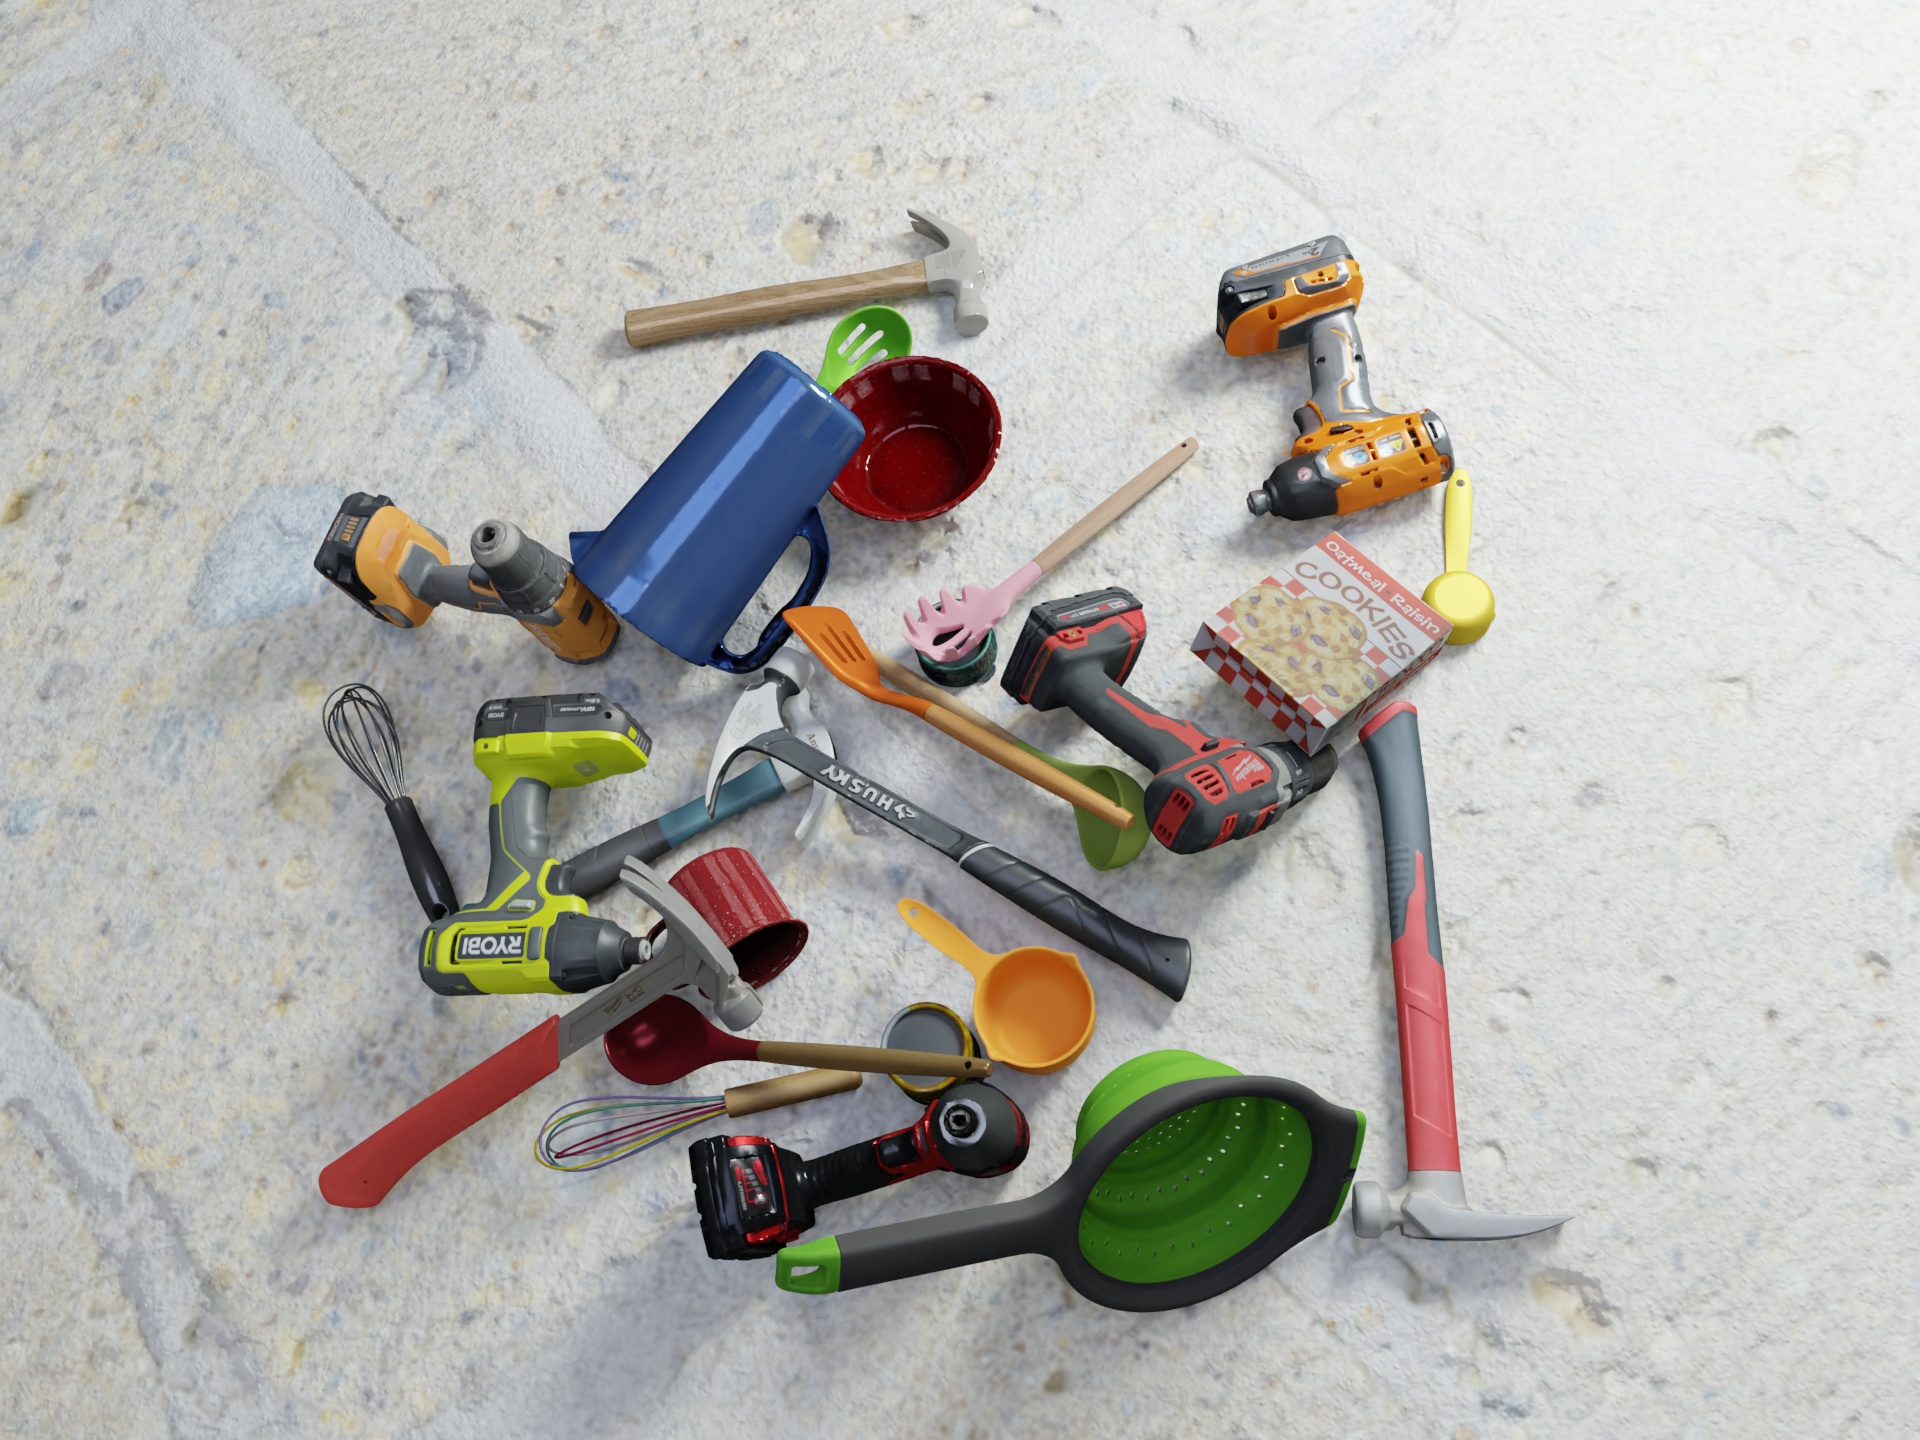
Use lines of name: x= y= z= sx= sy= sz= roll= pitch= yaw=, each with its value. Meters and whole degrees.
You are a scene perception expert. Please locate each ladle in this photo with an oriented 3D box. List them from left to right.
ladle: x=-0.121 y=0.238 z=1.145 sx=0.315 sy=0.031 sz=0.069 roll=-1 pitch=66 yaw=26
ladle: x=0.015 y=0.012 z=1.244 sx=0.320 sy=0.078 sz=0.062 roll=32 pitch=35 yaw=23

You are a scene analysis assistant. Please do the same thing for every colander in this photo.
colander: x=0.066 y=0.295 z=1.037 sx=0.397 sy=0.204 sz=0.095 roll=-4 pitch=31 yaw=-19

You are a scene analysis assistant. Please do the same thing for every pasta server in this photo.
pasta server: x=0.080 y=-0.143 z=1.283 sx=0.316 sy=0.040 sz=0.060 roll=-39 pitch=59 yaw=-18

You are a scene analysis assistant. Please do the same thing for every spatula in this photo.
spatula: x=-0.002 y=-0.004 z=1.210 sx=0.323 sy=0.081 sz=0.041 roll=29 pitch=110 yaw=26

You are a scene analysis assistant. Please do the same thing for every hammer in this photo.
hammer: x=-0.326 y=0.244 z=1.146 sx=0.359 sy=0.037 sz=0.149 roll=-33 pitch=110 yaw=11
hammer: x=-0.247 y=0.095 z=1.261 sx=0.331 sy=0.033 sz=0.128 roll=-28 pitch=65 yaw=-3
hammer: x=-0.143 y=-0.386 z=1.444 sx=0.331 sy=0.031 sz=0.130 roll=-9 pitch=67 yaw=5
hammer: x=-0.008 y=0.096 z=1.201 sx=0.409 sy=0.036 sz=0.149 roll=29 pitch=68 yaw=12
hammer: x=0.343 y=0.169 z=1.138 sx=0.143 sy=0.038 sz=0.387 roll=-1 pitch=68 yaw=7

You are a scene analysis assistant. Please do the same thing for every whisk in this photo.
whisk: x=-0.461 y=0.071 z=1.297 sx=0.055 sy=0.055 sz=0.239 roll=-29 pitch=71 yaw=-4
whisk: x=-0.192 y=0.290 z=1.167 sx=0.245 sy=0.047 sz=0.051 roll=-13 pitch=98 yaw=-2

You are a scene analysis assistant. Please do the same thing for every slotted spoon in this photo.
slotted spoon: x=-0.166 y=-0.246 z=1.387 sx=0.314 sy=0.070 sz=0.031 roll=-44 pitch=26 yaw=-6

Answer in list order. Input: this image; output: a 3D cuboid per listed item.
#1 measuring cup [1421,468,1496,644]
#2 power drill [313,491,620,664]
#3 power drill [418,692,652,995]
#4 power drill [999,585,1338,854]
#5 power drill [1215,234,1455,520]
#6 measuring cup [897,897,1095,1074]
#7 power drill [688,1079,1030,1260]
measuring cup: x=0.395 y=-0.136 z=1.259 sx=0.062 sy=0.029 sz=0.157 roll=4 pitch=70 yaw=10
power drill: x=-0.409 y=-0.122 z=1.295 sx=0.226 sy=0.185 sz=0.084 roll=14 pitch=72 yaw=17
power drill: x=-0.309 y=0.097 z=1.212 sx=0.171 sy=0.080 sz=0.223 roll=-4 pitch=66 yaw=12
power drill: x=0.161 y=-0.002 z=1.190 sx=0.188 sy=0.080 sz=0.227 roll=-16 pitch=50 yaw=-42
power drill: x=0.286 y=-0.271 z=1.307 sx=0.164 sy=0.084 sz=0.227 roll=-19 pitch=70 yaw=1
measuring cup: x=0.023 y=0.190 z=1.171 sx=0.174 sy=0.052 sz=0.095 roll=36 pitch=77 yaw=22
power drill: x=-0.065 y=0.302 z=1.089 sx=0.219 sy=0.143 sz=0.079 roll=-17 pitch=69 yaw=4
